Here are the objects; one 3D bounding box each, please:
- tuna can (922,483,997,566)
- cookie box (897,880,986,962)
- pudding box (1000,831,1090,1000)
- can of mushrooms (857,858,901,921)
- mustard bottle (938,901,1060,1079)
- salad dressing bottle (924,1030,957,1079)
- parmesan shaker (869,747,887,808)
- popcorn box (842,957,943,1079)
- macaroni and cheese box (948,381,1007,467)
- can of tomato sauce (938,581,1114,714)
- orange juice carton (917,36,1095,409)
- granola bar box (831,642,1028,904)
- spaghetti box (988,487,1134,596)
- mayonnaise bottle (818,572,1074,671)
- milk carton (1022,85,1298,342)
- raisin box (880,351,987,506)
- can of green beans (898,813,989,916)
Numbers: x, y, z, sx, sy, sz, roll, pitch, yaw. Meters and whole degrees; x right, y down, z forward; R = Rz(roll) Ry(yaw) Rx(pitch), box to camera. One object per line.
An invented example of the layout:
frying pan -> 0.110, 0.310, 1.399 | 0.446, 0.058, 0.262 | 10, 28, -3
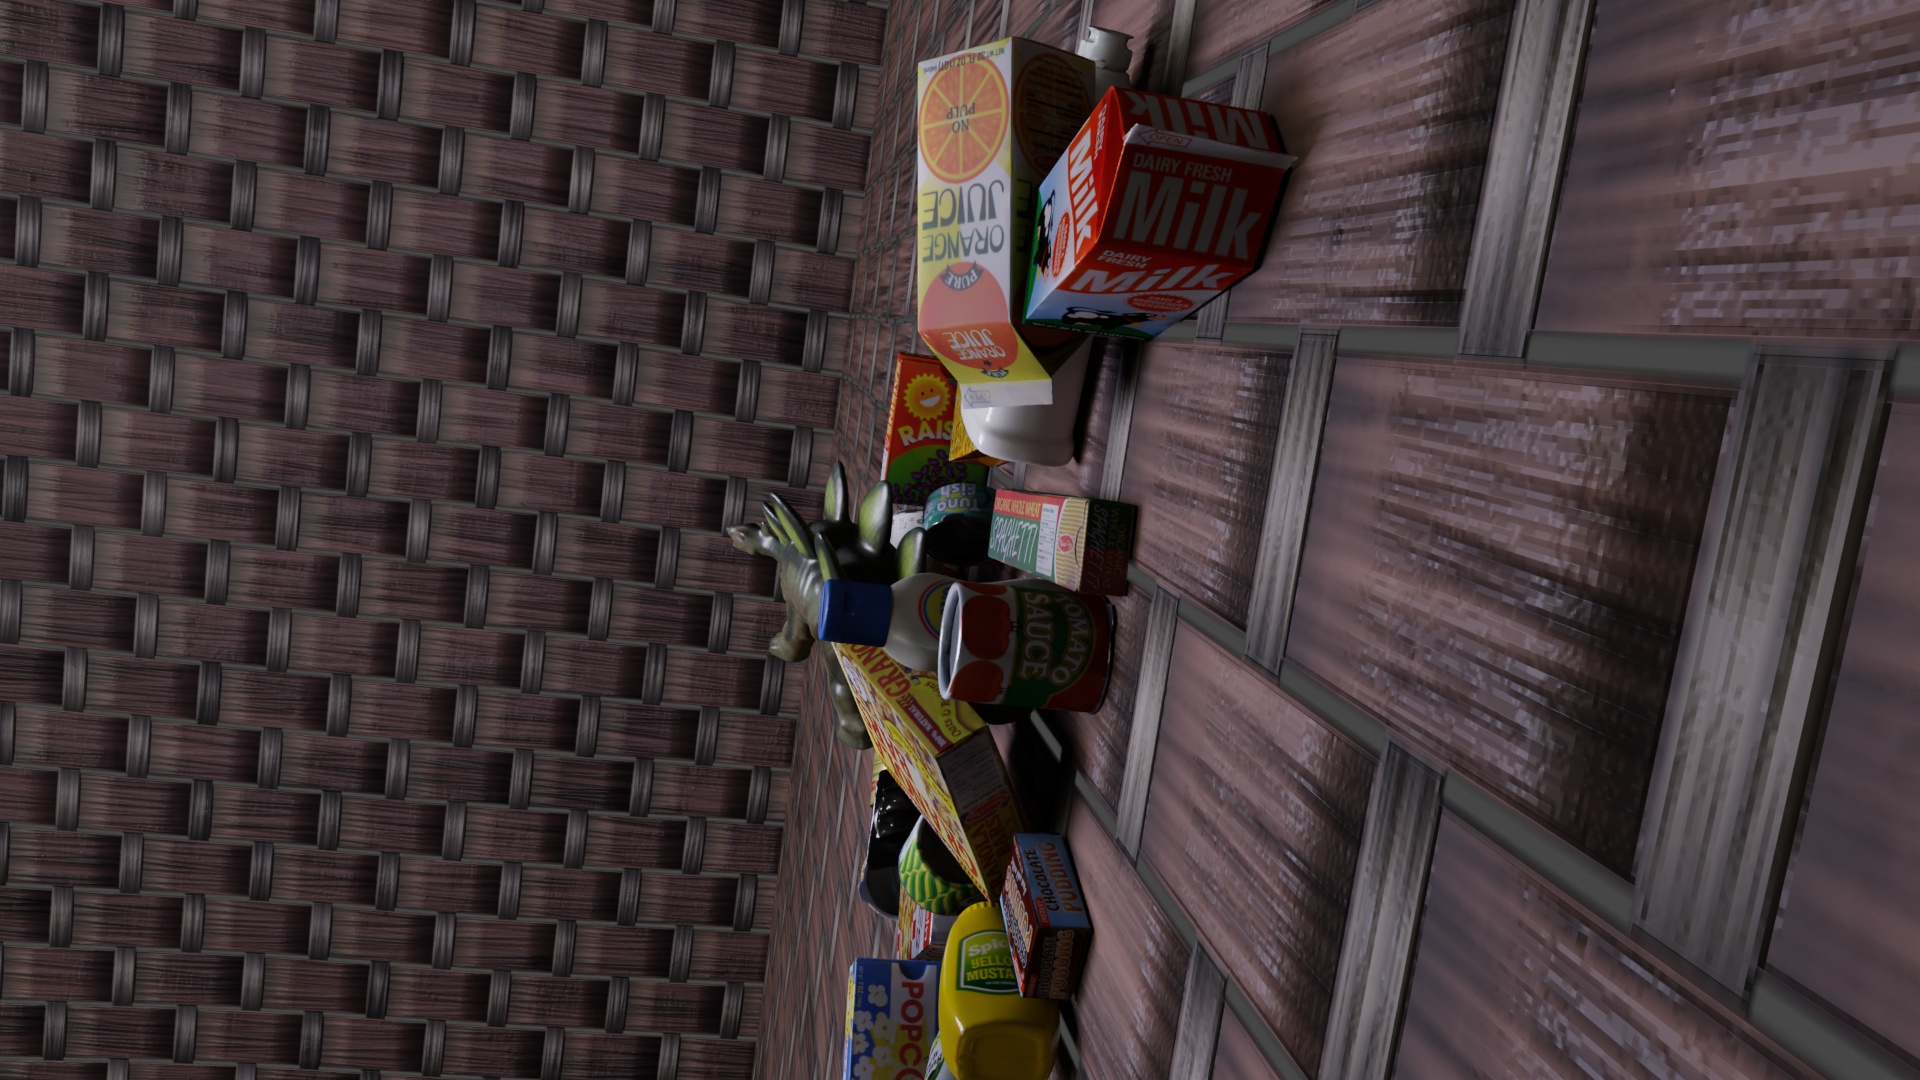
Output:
tuna can -> 0.004, -0.013, 1.025 | 0.070, 0.071, 0.033 | 111, 163, -55
cookie box -> -0.014, 0.250, 1.036 | 0.166, 0.040, 0.123 | 116, 159, -65
pudding box -> 0.045, 0.203, 0.757 | 0.084, 0.030, 0.049 | -105, 23, -65
can of mushrooms -> -0.050, 0.277, 1.134 | 0.033, 0.071, 0.071 | 125, 150, -73
mustard bottle -> 0.017, 0.247, 0.792 | 0.160, 0.065, 0.048 | -107, 19, -75
salad dressing bottle -> 0.002, 0.308, 0.822 | 0.148, 0.044, 0.064 | -69, -6, -76
parmesan shaker -> -0.037, 0.170, 1.148 | 0.071, 0.071, 0.103 | 122, 154, -68
popcorn box -> -0.037, 0.359, 0.962 | 0.038, 0.085, 0.127 | 113, 160, -61
macaroni and cheese box -> 0.028, -0.144, 1.058 | 0.123, 0.040, 0.166 | 171, 105, -79
can of tomato sauce -> 0.034, 0.058, 0.758 | 0.071, 0.083, 0.071 | -171, 88, -80
orange juice carton -> 0.026, -0.170, 0.770 | 0.072, 0.073, 0.192 | 3, 94, 44
granola bar box -> -0.018, 0.127, 0.859 | 0.166, 0.039, 0.123 | 41, 154, 54
spaghetti box -> 0.055, -0.004, 0.842 | 0.250, 0.029, 0.050 | -159, 76, -80
mayonnaise bottle -> -0.007, 0.049, 0.811 | 0.041, 0.148, 0.065 | 117, 158, -59
milk carton -> 0.085, -0.150, 0.640 | 0.190, 0.072, 0.073 | 159, 118, -79
raisin box -> -0.018, -0.089, 1.150 | 0.040, 0.086, 0.123 | -114, 32, -74
can of green beans -> -0.004, 0.210, 0.925 | 0.057, 0.071, 0.071 | 113, 161, -57
